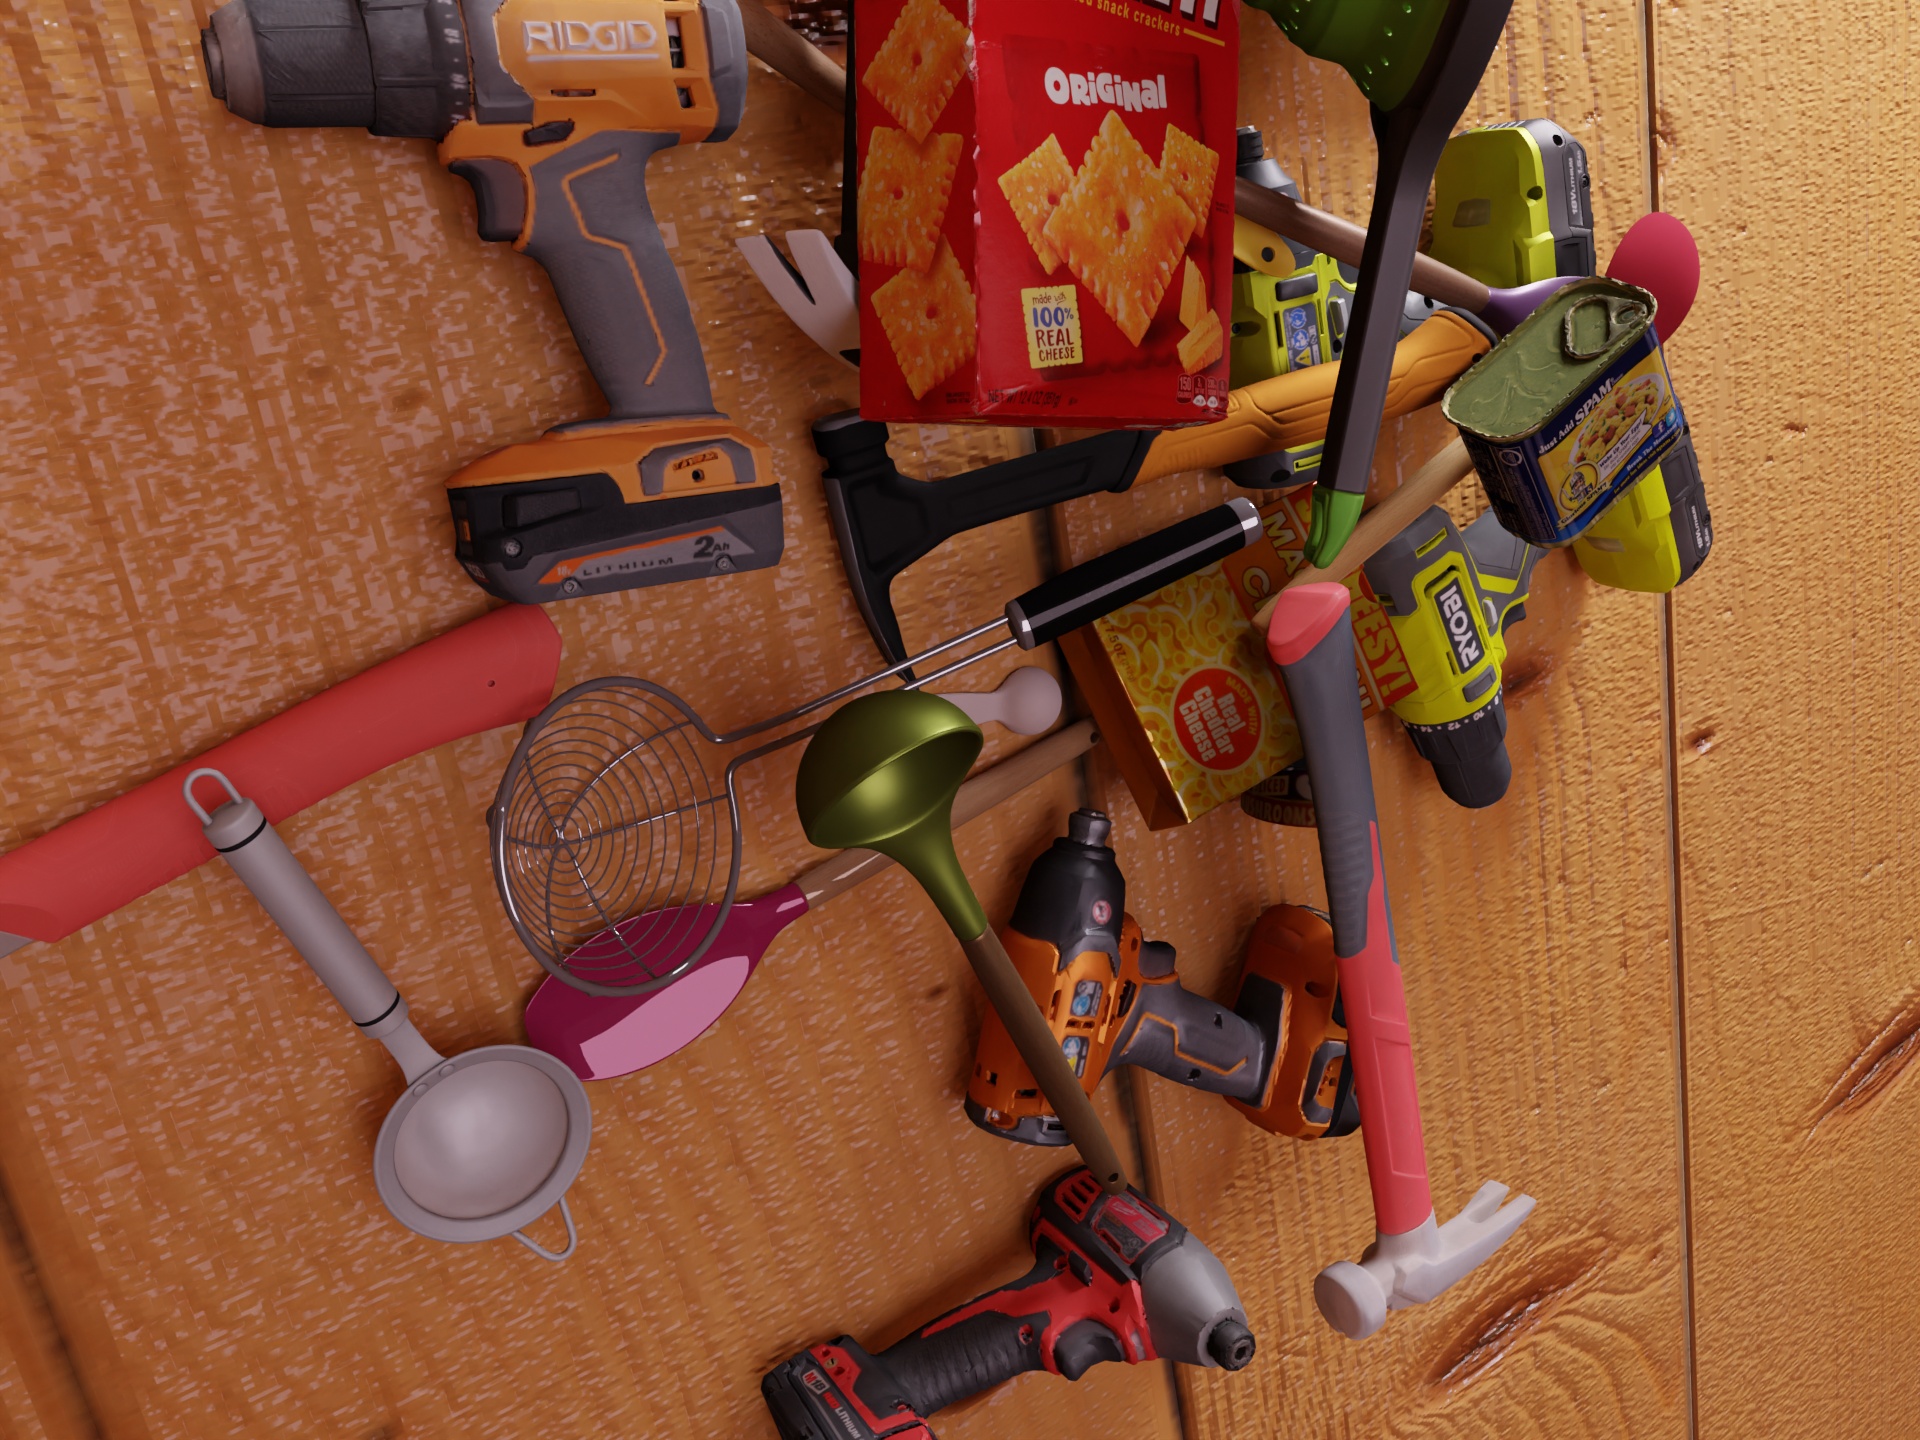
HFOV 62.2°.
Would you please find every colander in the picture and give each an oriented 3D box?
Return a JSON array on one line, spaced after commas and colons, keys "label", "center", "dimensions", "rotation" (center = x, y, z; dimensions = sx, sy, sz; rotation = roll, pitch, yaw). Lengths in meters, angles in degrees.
[{"label": "colander", "center": [0.156, -0.264, 0.663], "dimensions": [0.094, 0.204, 0.397], "rotation": [9, 105, -1]}]

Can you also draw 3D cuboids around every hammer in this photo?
[{"label": "hammer", "center": [0.217, 0.116, 0.809], "dimensions": [0.143, 0.038, 0.386], "rotation": [-20, 107, -30]}, {"label": "hammer", "center": [-0.307, 0.042, 0.557], "dimensions": [0.359, 0.037, 0.149], "rotation": [-32, 115, -23]}, {"label": "hammer", "center": [0.104, -0.122, 0.743], "dimensions": [0.337, 0.034, 0.127], "rotation": [-19, 109, -13]}, {"label": "hammer", "center": [-0.036, -0.309, 0.630], "dimensions": [0.146, 0.035, 0.335], "rotation": [-4, 95, -67]}]

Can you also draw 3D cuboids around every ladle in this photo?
[{"label": "ladle", "center": [0.019, 0.113, 0.678], "dimensions": [0.078, 0.062, 0.319], "rotation": [-31, 123, -6]}, {"label": "ladle", "center": [0.264, -0.145, 0.798], "dimensions": [0.315, 0.031, 0.069], "rotation": [-40, 123, -7]}]

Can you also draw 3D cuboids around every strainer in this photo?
[{"label": "strainer", "center": [-0.217, 0.115, 0.608], "dimensions": [0.087, 0.050, 0.258], "rotation": [-35, 125, -18]}]

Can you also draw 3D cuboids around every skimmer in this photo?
[{"label": "skimmer", "center": [-0.019, -0.009, 0.663], "dimensions": [0.363, 0.090, 0.127], "rotation": [-25, 110, -11]}]

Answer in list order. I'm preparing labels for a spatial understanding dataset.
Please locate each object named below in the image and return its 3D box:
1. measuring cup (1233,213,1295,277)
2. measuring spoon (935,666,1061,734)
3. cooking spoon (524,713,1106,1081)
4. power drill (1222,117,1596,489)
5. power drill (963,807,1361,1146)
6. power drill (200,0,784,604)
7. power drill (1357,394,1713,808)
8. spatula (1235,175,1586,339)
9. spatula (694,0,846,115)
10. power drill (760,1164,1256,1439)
[{"label": "measuring cup", "center": [0.088, -0.248, 0.735], "dimensions": [0.156, 0.029, 0.062], "rotation": [29, 85, -17]}, {"label": "measuring spoon", "center": [-0.001, -0.002, 0.756], "dimensions": [0.124, 0.018, 0.034], "rotation": [-9, 104, -30]}, {"label": "cooking spoon", "center": [-0.053, 0.070, 0.737], "dimensions": [0.319, 0.017, 0.068], "rotation": [-28, 114, -25]}, {"label": "power drill", "center": [0.221, -0.231, 0.822], "dimensions": [0.223, 0.080, 0.171], "rotation": [-21, 111, -25]}, {"label": "power drill", "center": [0.117, 0.136, 0.825], "dimensions": [0.226, 0.084, 0.164], "rotation": [10, 93, -30]}, {"label": "power drill", "center": [-0.162, -0.159, 0.586], "dimensions": [0.185, 0.084, 0.226], "rotation": [-12, 103, -26]}, {"label": "power drill", "center": [0.329, -0.076, 0.922], "dimensions": [0.228, 0.080, 0.190], "rotation": [-37, 117, -19]}, {"label": "spatula", "center": [0.238, -0.217, 0.782], "dimensions": [0.315, 0.018, 0.059], "rotation": [10, 102, -30]}, {"label": "spatula", "center": [-0.156, -0.314, 0.594], "dimensions": [0.317, 0.044, 0.082], "rotation": [24, 86, -39]}, {"label": "power drill", "center": [0.029, 0.312, 0.766], "dimensions": [0.219, 0.143, 0.078], "rotation": [-27, 116, -23]}]
